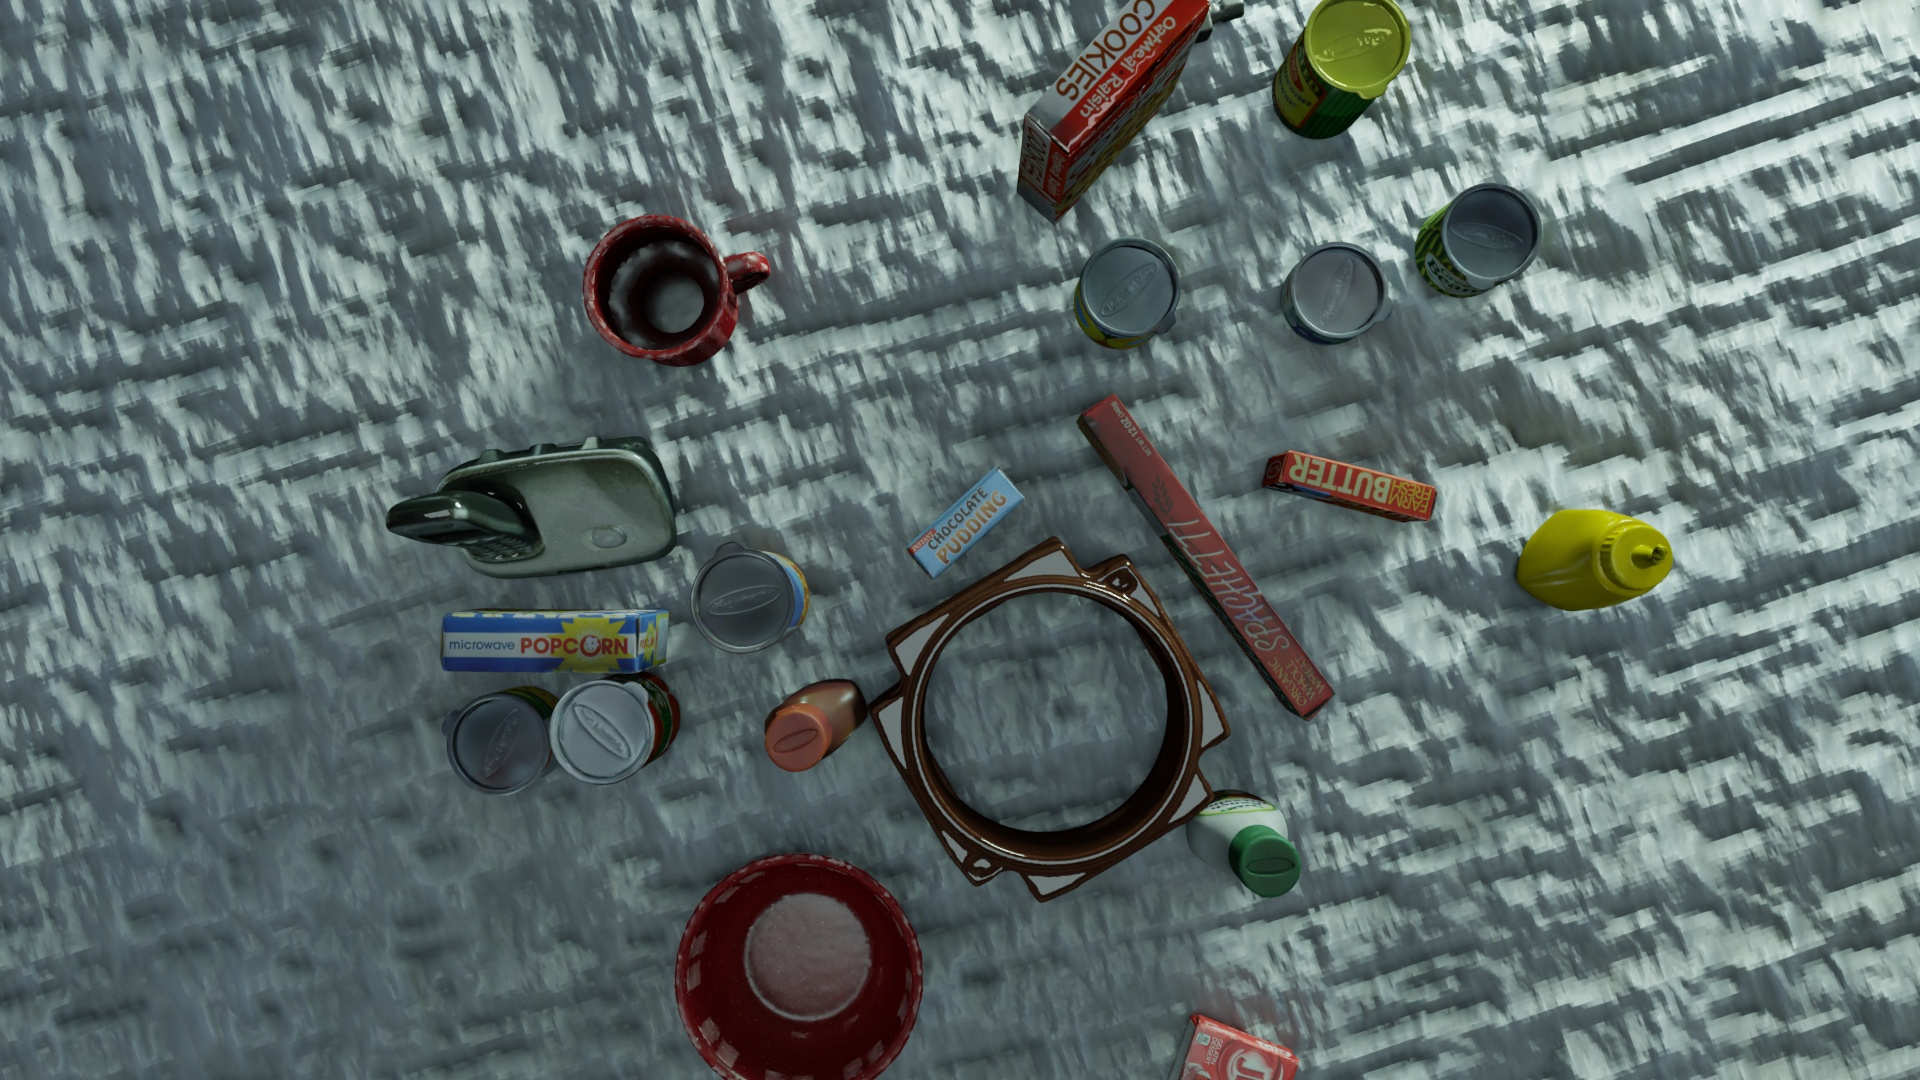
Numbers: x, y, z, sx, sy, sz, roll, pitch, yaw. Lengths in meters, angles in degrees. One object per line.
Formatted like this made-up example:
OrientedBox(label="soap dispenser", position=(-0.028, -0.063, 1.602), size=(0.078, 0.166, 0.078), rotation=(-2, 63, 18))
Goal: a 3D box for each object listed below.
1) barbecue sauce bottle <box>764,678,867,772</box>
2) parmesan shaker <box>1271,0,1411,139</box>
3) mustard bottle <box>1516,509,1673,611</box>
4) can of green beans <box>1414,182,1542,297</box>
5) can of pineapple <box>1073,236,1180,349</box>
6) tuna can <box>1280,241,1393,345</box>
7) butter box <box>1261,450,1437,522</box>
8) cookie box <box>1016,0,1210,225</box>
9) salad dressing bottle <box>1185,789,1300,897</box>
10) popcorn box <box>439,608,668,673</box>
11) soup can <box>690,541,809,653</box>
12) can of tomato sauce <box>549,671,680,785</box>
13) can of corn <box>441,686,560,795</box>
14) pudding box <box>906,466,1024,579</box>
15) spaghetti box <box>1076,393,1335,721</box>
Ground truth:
OrientedBox(label="barbecue sauce bottle", position=(-0.095, 0.117, 0.878), size=(0.065, 0.148, 0.043), rotation=(-23, 89, 0))
OrientedBox(label="parmesan shaker", position=(0.247, -0.307, 0.912), size=(0.071, 0.103, 0.071), rotation=(0, 89, 0))
OrientedBox(label="mustard bottle", position=(0.404, 0.012, 0.873), size=(0.049, 0.160, 0.065), rotation=(29, 89, 1))
OrientedBox(label="can of green beans", position=(0.345, -0.200, 0.931), size=(0.071, 0.058, 0.071), rotation=(0, 89, 0))
OrientedBox(label="can of pineapple", position=(0.111, -0.163, 0.931), size=(0.071, 0.058, 0.071), rotation=(0, 89, 0))
OrientedBox(label="tuna can", position=(0.255, -0.166, 0.943), size=(0.071, 0.033, 0.071), rotation=(0, 88, 0))
OrientedBox(label="butter box", position=(0.259, -0.036, 0.929), size=(0.103, 0.053, 0.024), rotation=(14, 89, 1))
OrientedBox(label="cookie box", position=(0.092, -0.275, 0.879), size=(0.040, 0.167, 0.123), rotation=(42, 89, 1))
OrientedBox(label="salad dressing bottle", position=(0.180, 0.190, 0.875), size=(0.064, 0.147, 0.044), rotation=(-4, 89, 0))
OrientedBox(label="popcorn box", position=(-0.264, 0.065, 0.912), size=(0.127, 0.085, 0.038), rotation=(0, 89, 0))
OrientedBox(label="soup can", position=(-0.137, 0.036, 0.913), size=(0.071, 0.084, 0.071), rotation=(0, 89, 0))
OrientedBox(label="can of tomato sauce", position=(-0.224, 0.119, 0.911), size=(0.071, 0.083, 0.071), rotation=(0, 89, 0))
OrientedBox(label="can of corn", position=(-0.300, 0.131, 0.924), size=(0.071, 0.058, 0.071), rotation=(0, 89, 0))
OrientedBox(label="pudding box", position=(0.003, -0.012, 0.931), size=(0.084, 0.049, 0.030), rotation=(-42, 89, -1))
OrientedBox(label="spaghetti box", position=(0.162, 0.011, 0.929), size=(0.029, 0.050, 0.250), rotation=(-36, 88, 0))
